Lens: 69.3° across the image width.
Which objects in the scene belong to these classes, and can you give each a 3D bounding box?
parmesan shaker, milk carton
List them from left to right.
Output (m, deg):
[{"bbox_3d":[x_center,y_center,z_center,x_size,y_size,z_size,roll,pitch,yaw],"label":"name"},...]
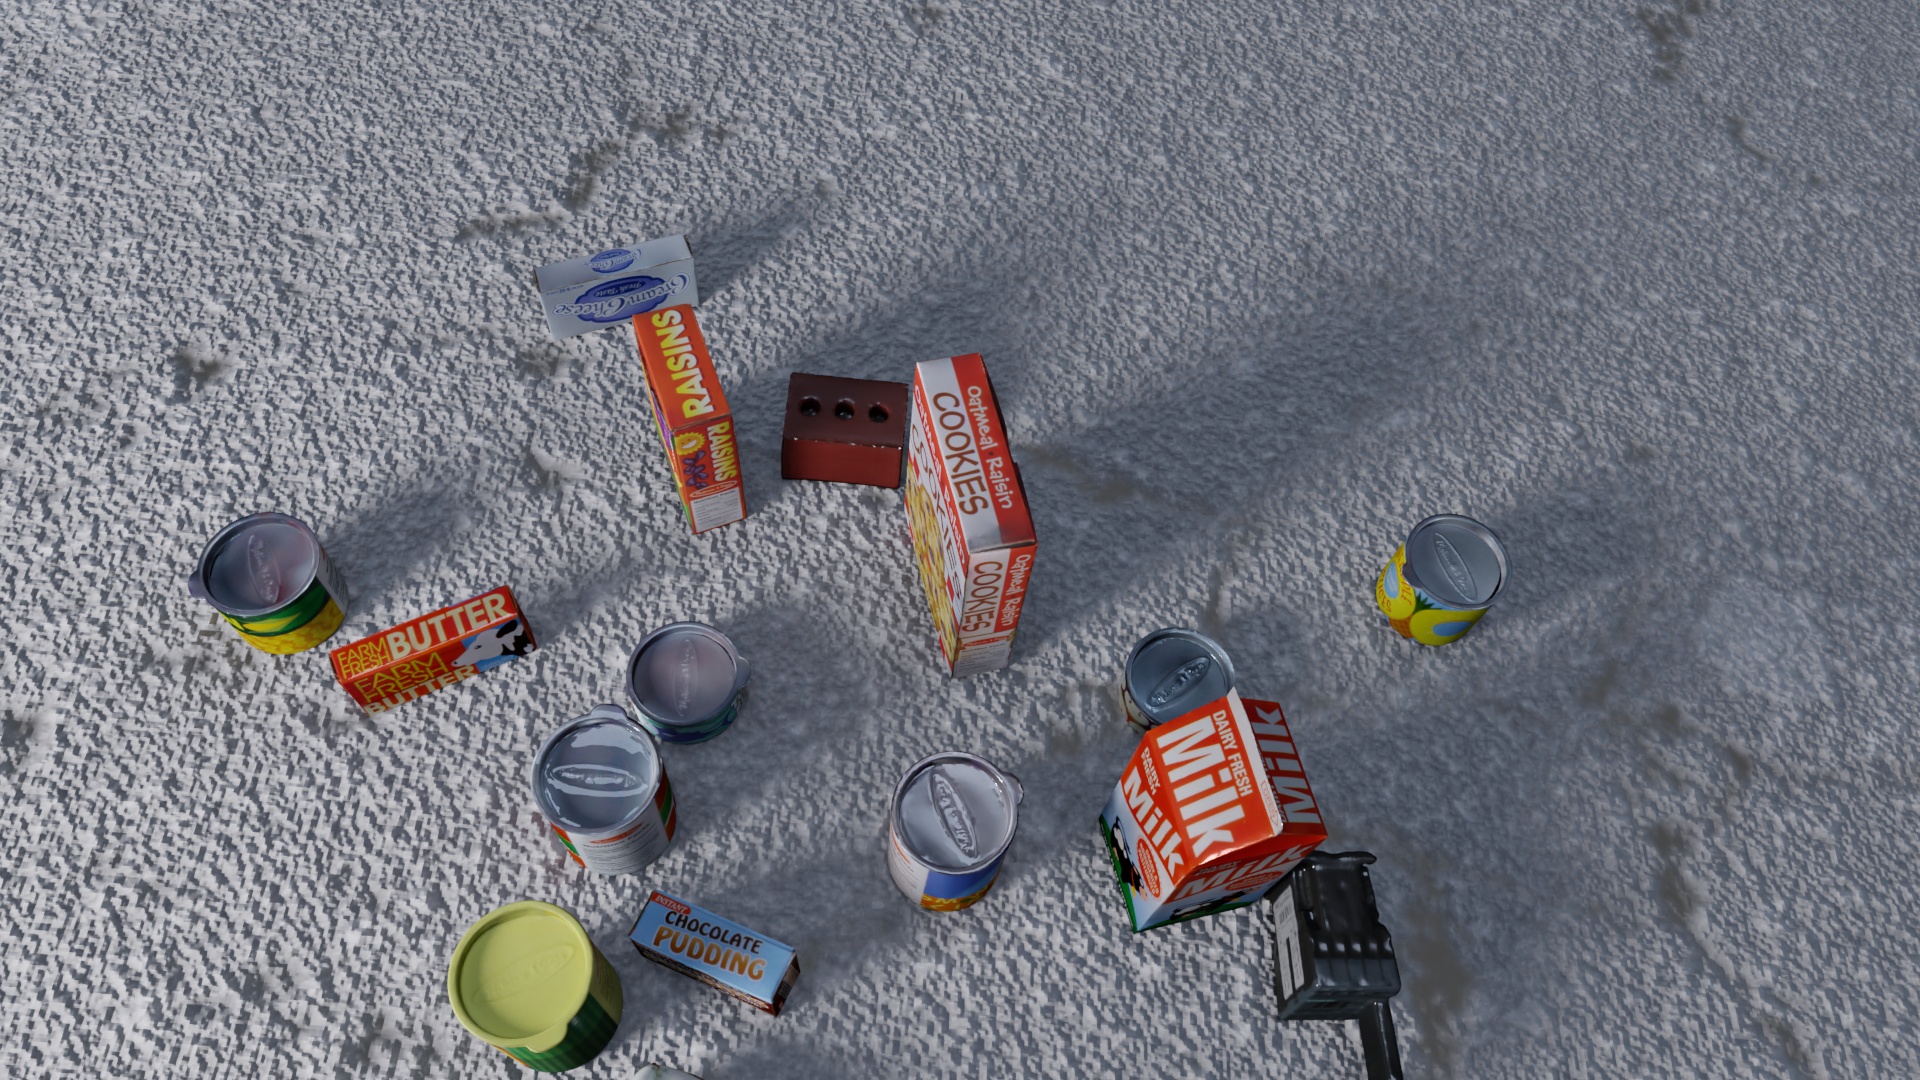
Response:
[{"bbox_3d":[-0.207,0.227,0.689,0.071,0.102,0.071,2,62,-4],"label":"parmesan shaker"},{"bbox_3d":[0.129,0.141,0.715,0.073,0.189,0.072,-11,63,-10],"label":"milk carton"}]

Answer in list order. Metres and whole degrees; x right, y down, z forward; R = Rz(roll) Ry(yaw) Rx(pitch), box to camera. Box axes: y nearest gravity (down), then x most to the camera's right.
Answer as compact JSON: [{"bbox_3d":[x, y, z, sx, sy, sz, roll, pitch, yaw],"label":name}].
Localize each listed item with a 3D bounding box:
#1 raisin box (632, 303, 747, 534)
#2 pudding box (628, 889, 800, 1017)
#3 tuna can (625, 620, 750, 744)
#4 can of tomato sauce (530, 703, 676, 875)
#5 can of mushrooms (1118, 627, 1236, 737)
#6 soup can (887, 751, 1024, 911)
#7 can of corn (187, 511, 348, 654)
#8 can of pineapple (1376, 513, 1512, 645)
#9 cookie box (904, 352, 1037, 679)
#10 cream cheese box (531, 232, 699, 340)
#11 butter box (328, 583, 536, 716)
[{"bbox_3d":[-0.164,-0.072,0.845,0.040,0.122,0.086,-17,64,-13],"label":"raisin box"},{"bbox_3d":[-0.128,0.217,0.731,0.084,0.049,0.030,22,62,7],"label":"pudding box"},{"bbox_3d":[-0.157,0.083,0.812,0.071,0.032,0.071,2,61,-4],"label":"tuna can"},{"bbox_3d":[-0.190,0.137,0.751,0.071,0.082,0.071,2,61,-4],"label":"can of tomato sauce"},{"bbox_3d":[0.130,0.090,0.832,0.071,0.033,0.071,2,61,-4],"label":"can of mushrooms"},{"bbox_3d":[-0.003,0.159,0.755,0.071,0.083,0.071,2,61,-4],"label":"soup can"},{"bbox_3d":[-0.400,0.027,0.808,0.071,0.058,0.071,2,61,-4],"label":"can of corn"},{"bbox_3d":[0.299,0.025,0.868,0.071,0.057,0.071,2,61,-4],"label":"can of pineapple"},{"bbox_3d":[0.003,-0.010,0.800,0.040,0.166,0.123,-11,63,-10],"label":"cookie box"},{"bbox_3d":[-0.229,-0.170,0.933,0.104,0.053,0.024,-17,64,-13],"label":"cream cheese box"},{"bbox_3d":[-0.301,0.064,0.799,0.104,0.053,0.024,-22,66,-16],"label":"butter box"}]
